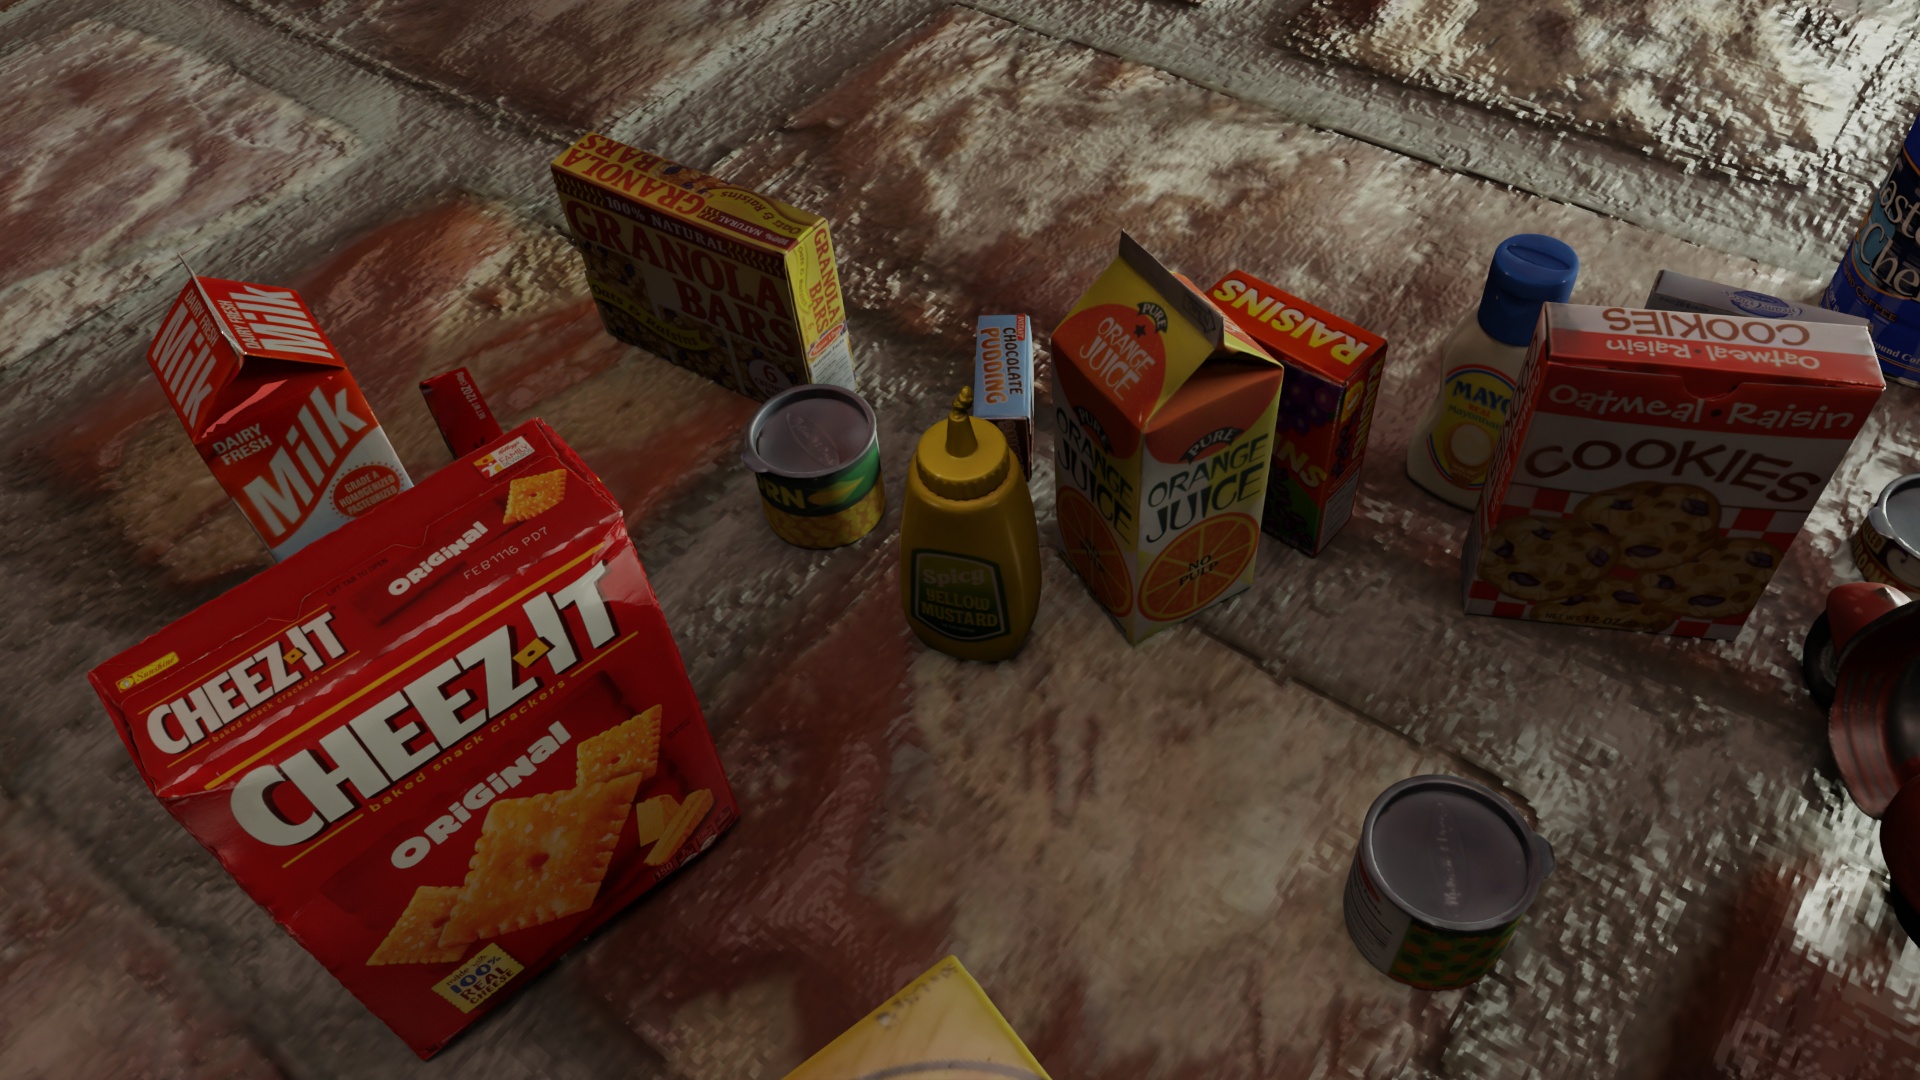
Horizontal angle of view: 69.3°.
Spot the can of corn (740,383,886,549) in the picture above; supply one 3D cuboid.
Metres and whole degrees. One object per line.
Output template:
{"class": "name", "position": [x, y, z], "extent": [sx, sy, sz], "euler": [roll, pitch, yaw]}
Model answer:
{"class": "can of corn", "position": [-0.075, -0.036, 0.718], "extent": [0.071, 0.058, 0.071], "euler": [-2, 50, 3]}

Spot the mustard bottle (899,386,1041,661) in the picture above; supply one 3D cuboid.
{"class": "mustard bottle", "position": [0.002, -0.008, 0.620], "extent": [0.065, 0.159, 0.049], "euler": [8, 51, 12]}

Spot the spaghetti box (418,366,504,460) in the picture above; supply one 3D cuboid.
{"class": "spaghetti box", "position": [-0.216, 0.003, 0.702], "extent": [0.029, 0.050, 0.251], "euler": [-27, 53, -17]}

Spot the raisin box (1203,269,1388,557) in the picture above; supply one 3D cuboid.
{"class": "raisin box", "position": [0.152, -0.060, 0.676], "extent": [0.086, 0.122, 0.040], "euler": [35, 61, 29]}

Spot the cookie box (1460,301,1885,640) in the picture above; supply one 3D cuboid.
{"class": "cookie box", "position": [0.298, -0.024, 0.604], "extent": [0.123, 0.166, 0.040], "euler": [6, 51, 10]}

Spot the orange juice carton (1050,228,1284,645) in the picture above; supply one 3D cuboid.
{"class": "orange juice carton", "position": [0.090, -0.046, 0.624], "extent": [0.073, 0.191, 0.072], "euler": [-25, 52, -15]}

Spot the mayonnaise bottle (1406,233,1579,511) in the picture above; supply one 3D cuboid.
{"class": "mayonnaise bottle", "position": [0.258, -0.077, 0.665], "extent": [0.065, 0.147, 0.041], "euler": [28, 58, 25]}

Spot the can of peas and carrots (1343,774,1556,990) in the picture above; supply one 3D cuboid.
{"class": "can of peas and carrots", "position": [0.191, 0.136, 0.549], "extent": [0.071, 0.058, 0.071], "euler": [-2, 50, 3]}

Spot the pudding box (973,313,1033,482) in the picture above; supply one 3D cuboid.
{"class": "pudding box", "position": [0.024, -0.078, 0.750], "extent": [0.030, 0.049, 0.084], "euler": [-1, 50, 4]}

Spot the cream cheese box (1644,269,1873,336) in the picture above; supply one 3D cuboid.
{"class": "cream cheese box", "position": [0.415, -0.104, 0.736], "extent": [0.104, 0.053, 0.024], "euler": [20, 55, 21]}

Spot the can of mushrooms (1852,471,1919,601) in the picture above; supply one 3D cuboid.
{"class": "can of mushrooms", "position": [0.460, 0.002, 0.655], "extent": [0.071, 0.033, 0.071], "euler": [-2, 50, 3]}

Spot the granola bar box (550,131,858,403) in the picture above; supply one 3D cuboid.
{"class": "granola bar box", "position": [-0.141, -0.144, 0.772], "extent": [0.166, 0.123, 0.039], "euler": [25, 56, 23]}

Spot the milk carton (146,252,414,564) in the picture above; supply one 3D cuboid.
{"class": "milk carton", "position": [-0.316, -0.046, 0.661], "extent": [0.074, 0.189, 0.072], "euler": [-32, 54, -20]}
